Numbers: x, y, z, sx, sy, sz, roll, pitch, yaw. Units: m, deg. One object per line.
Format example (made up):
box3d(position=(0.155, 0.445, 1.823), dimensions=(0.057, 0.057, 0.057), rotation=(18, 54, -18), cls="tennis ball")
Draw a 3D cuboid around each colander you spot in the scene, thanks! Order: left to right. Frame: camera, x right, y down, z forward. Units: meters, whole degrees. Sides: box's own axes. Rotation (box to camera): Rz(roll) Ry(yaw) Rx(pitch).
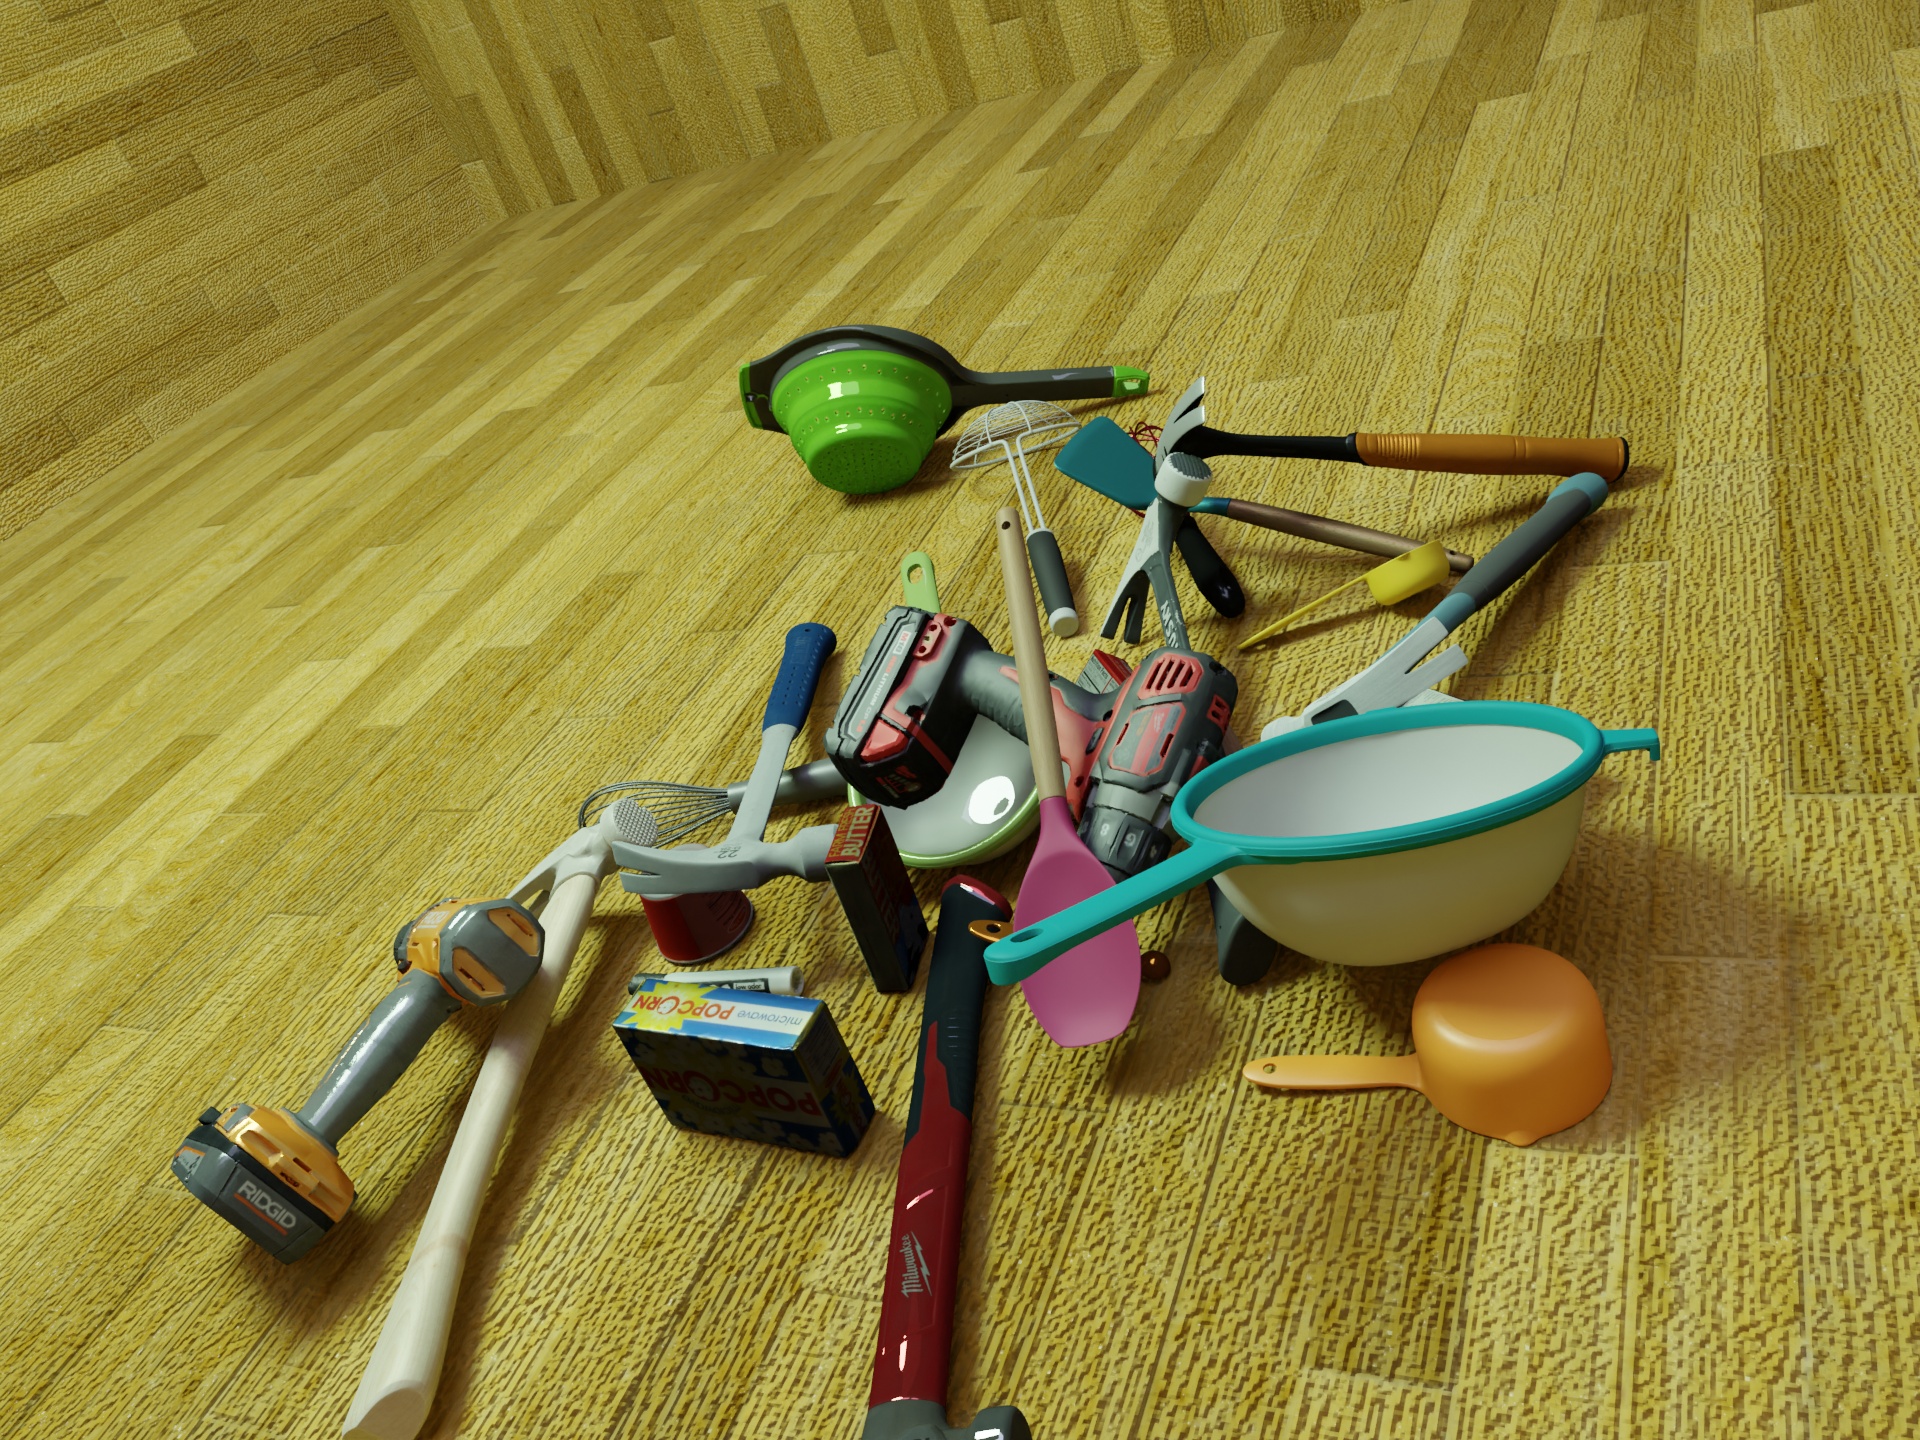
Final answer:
box3d(position=(-0.013, -0.287, 1.532), dimensions=(0.397, 0.204, 0.095), rotation=(-3, 67, -1), cls="colander")

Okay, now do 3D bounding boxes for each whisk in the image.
box3d(position=(-0.162, 0.054, 1.142), dimensions=(0.239, 0.055, 0.055), rotation=(-12, 32, 6), cls="whisk")
box3d(position=(0.172, -0.163, 1.272), dimensions=(0.073, 0.073, 0.296), rotation=(-20, 36, 2), cls="whisk")

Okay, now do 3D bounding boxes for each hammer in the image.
box3d(position=(-0.276, 0.223, 0.929), dimensions=(0.146, 0.038, 0.411), rotation=(-37, 28, 31), cls="hammer")
box3d(position=(-0.135, 0.014, 1.125), dimensions=(0.144, 0.035, 0.406), rotation=(-7, 23, 5), cls="hammer")
box3d(position=(-0.027, 0.219, 0.814), dimensions=(0.143, 0.038, 0.387), rotation=(-14, 32, 14), cls="hammer")
box3d(position=(0.145, -0.001, 1.003), dimensions=(0.036, 0.149, 0.409), rotation=(11, 40, -12), cls="hammer")
box3d(position=(0.313, -0.196, 1.135), dimensions=(0.337, 0.127, 0.034), rotation=(2, 76, -3), cls="hammer")
box3d(position=(0.330, -0.080, 1.038), dimensions=(0.331, 0.033, 0.128), rotation=(-36, 0, -33), cls="hammer")

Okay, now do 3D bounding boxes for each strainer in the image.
box3d(position=(-0.002, -0.003, 1.064), dimensions=(0.151, 0.069, 0.257), rotation=(-23, 51, 16), cls="strainer")
box3d(position=(0.165, 0.086, 0.773), dimensions=(0.340, 0.095, 0.211), rotation=(-22, 14, -26), cls="strainer")

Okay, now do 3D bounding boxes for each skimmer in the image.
box3d(position=(0.067, -0.170, 1.369), dimensions=(0.127, 0.090, 0.364), rotation=(-17, 41, 5), cls="skimmer")

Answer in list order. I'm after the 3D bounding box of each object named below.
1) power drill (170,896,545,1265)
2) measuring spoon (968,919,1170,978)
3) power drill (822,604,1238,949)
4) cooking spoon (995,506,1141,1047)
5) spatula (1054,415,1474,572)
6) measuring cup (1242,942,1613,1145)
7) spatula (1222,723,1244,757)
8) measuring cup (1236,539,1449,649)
box3d(position=(-0.359, 0.199, 0.955), dimensions=(0.226, 0.084, 0.185), rotation=(-52, 21, -26), cls="power drill")
box3d(position=(0.061, 0.125, 0.895), dimensions=(0.117, 0.011, 0.021), rotation=(11, 32, 11), cls="measuring spoon")
box3d(position=(0.033, 0.031, 0.931), dimensions=(0.227, 0.080, 0.188), rotation=(14, 70, 32), cls="power drill")
box3d(position=(0.048, 0.021, 0.876), dimensions=(0.069, 0.017, 0.319), rotation=(-17, 65, 20), cls="cooking spoon")
box3d(position=(0.225, -0.161, 1.184), dimensions=(0.318, 0.044, 0.082), rotation=(18, 46, 27), cls="spatula")
box3d(position=(0.218, 0.150, 0.761), dimensions=(0.173, 0.052, 0.095), rotation=(-6, 34, 19), cls="measuring cup")
box3d(position=(0.175, 0.036, 0.998), dimensions=(0.060, 0.018, 0.316), rotation=(-20, 32, 3), cls="spatula")
box3d(position=(0.268, -0.078, 1.111), dimensions=(0.156, 0.029, 0.062), rotation=(-29, -5, 12), cls="measuring cup")
